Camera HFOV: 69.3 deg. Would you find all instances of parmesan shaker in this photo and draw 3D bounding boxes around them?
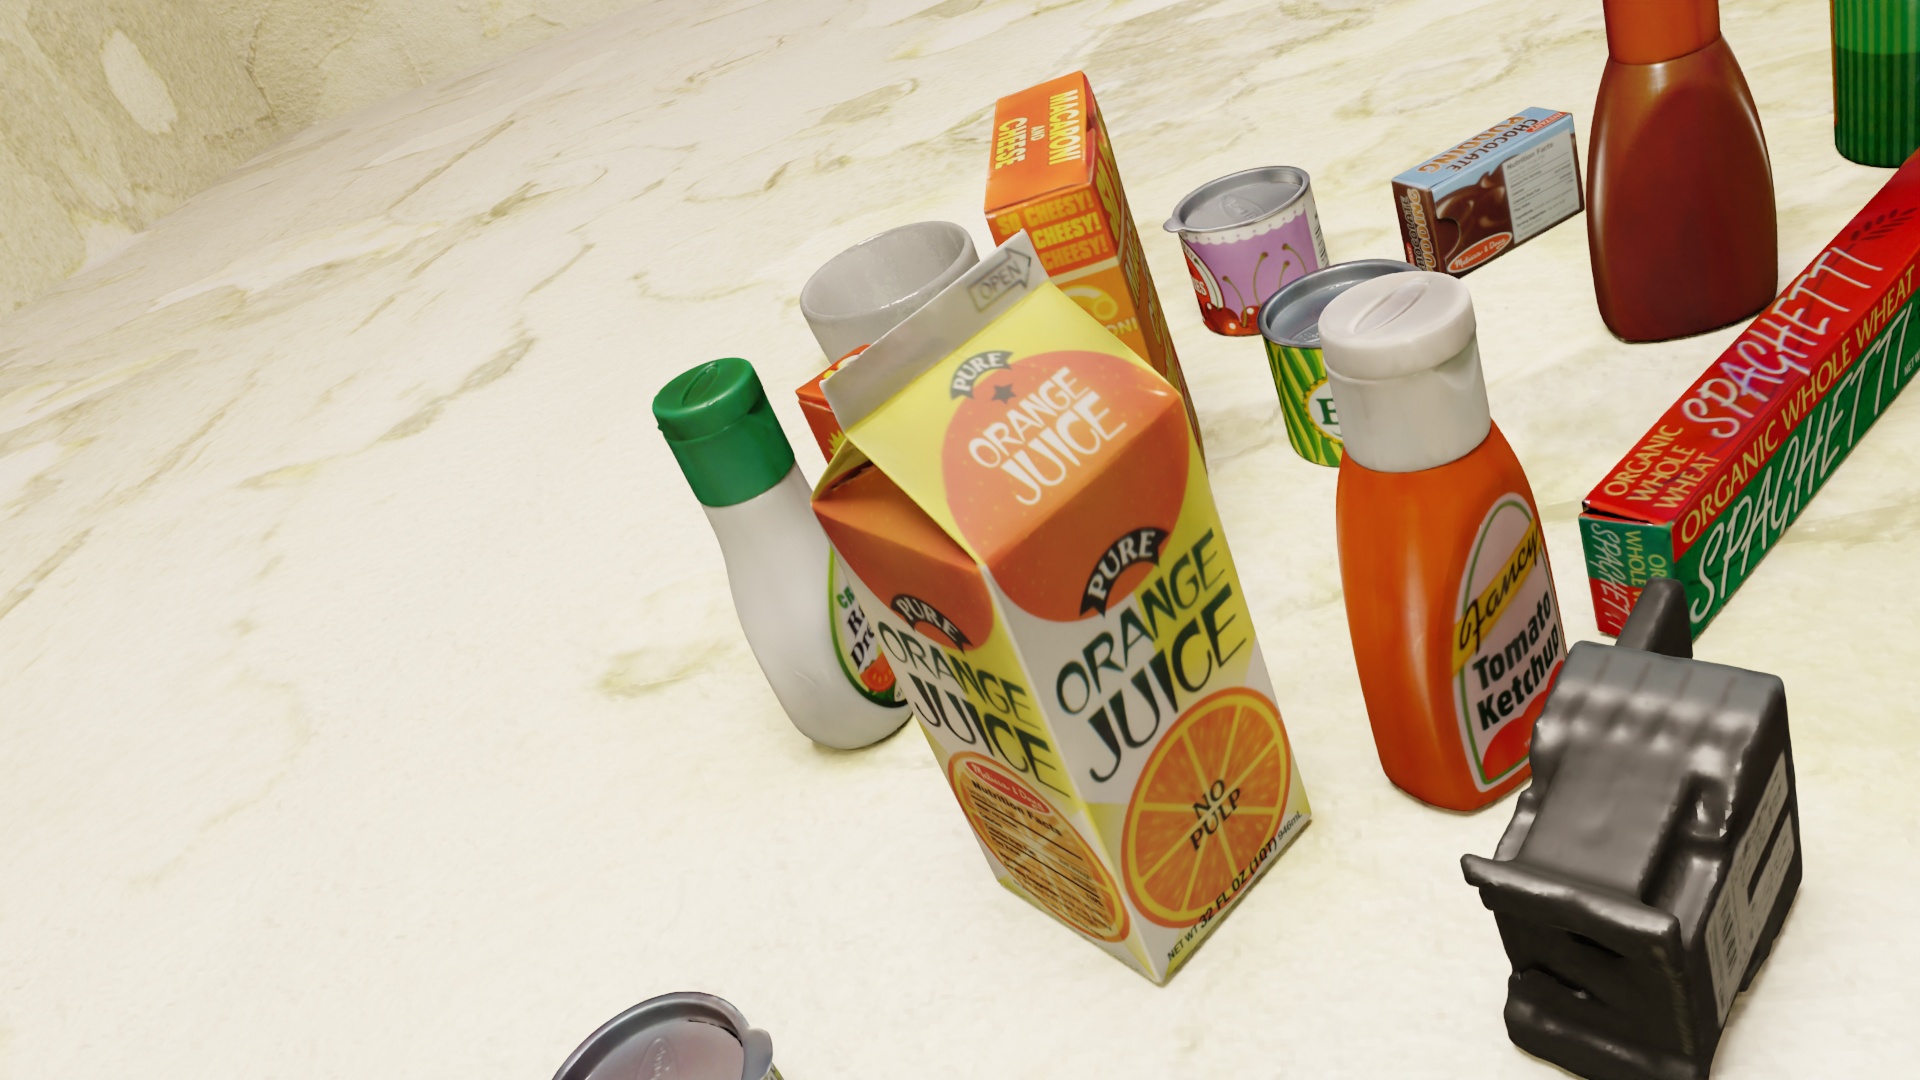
[{"bbox_3d":[0.395,-0.214,0.573,0.071,0.102,0.072,-17,31,11],"label":"parmesan shaker"}]

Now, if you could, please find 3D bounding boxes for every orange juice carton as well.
[{"bbox_3d":[0.025,0.020,0.371,0.072,0.192,0.073,-40,34,-25],"label":"orange juice carton"}]

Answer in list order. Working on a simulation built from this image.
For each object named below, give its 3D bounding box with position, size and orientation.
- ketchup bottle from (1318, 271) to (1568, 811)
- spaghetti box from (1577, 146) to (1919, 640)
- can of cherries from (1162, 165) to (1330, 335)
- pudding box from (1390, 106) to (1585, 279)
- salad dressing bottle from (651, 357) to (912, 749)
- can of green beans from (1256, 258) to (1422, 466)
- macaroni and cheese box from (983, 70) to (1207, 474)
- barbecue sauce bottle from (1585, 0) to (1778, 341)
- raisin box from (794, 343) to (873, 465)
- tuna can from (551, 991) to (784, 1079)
[{"bbox_3d":[0.129,0.001,0.374,0.065,0.148,0.043,-39,34,-24],"label":"ketchup bottle"},{"bbox_3d":[0.284,-0.058,0.458,0.251,0.050,0.029,-39,34,-24],"label":"spaghetti box"},{"bbox_3d":[0.139,-0.139,0.669,0.071,0.058,0.072,-17,31,11],"label":"can of cherries"},{"bbox_3d":[0.244,-0.160,0.641,0.084,0.049,0.030,-29,31,-10],"label":"pudding box"},{"bbox_3d":[-0.060,0.007,0.490,0.044,0.147,0.064,-11,33,20],"label":"salad dressing bottle"},{"bbox_3d":[0.157,-0.071,0.553,0.071,0.057,0.071,-17,31,11],"label":"can of green beans"},{"bbox_3d":[0.057,-0.077,0.524,0.040,0.165,0.124,-15,32,14],"label":"macaroni and cheese box"},{"bbox_3d":[0.264,-0.149,0.516,0.065,0.148,0.044,-15,32,14],"label":"barbecue sauce bottle"},{"bbox_3d":[0.002,-0.006,0.493,0.086,0.123,0.040,15,48,46],"label":"raisin box"},{"bbox_3d":[-0.078,0.159,0.378,0.071,0.032,0.071,-17,31,11],"label":"tuna can"}]
